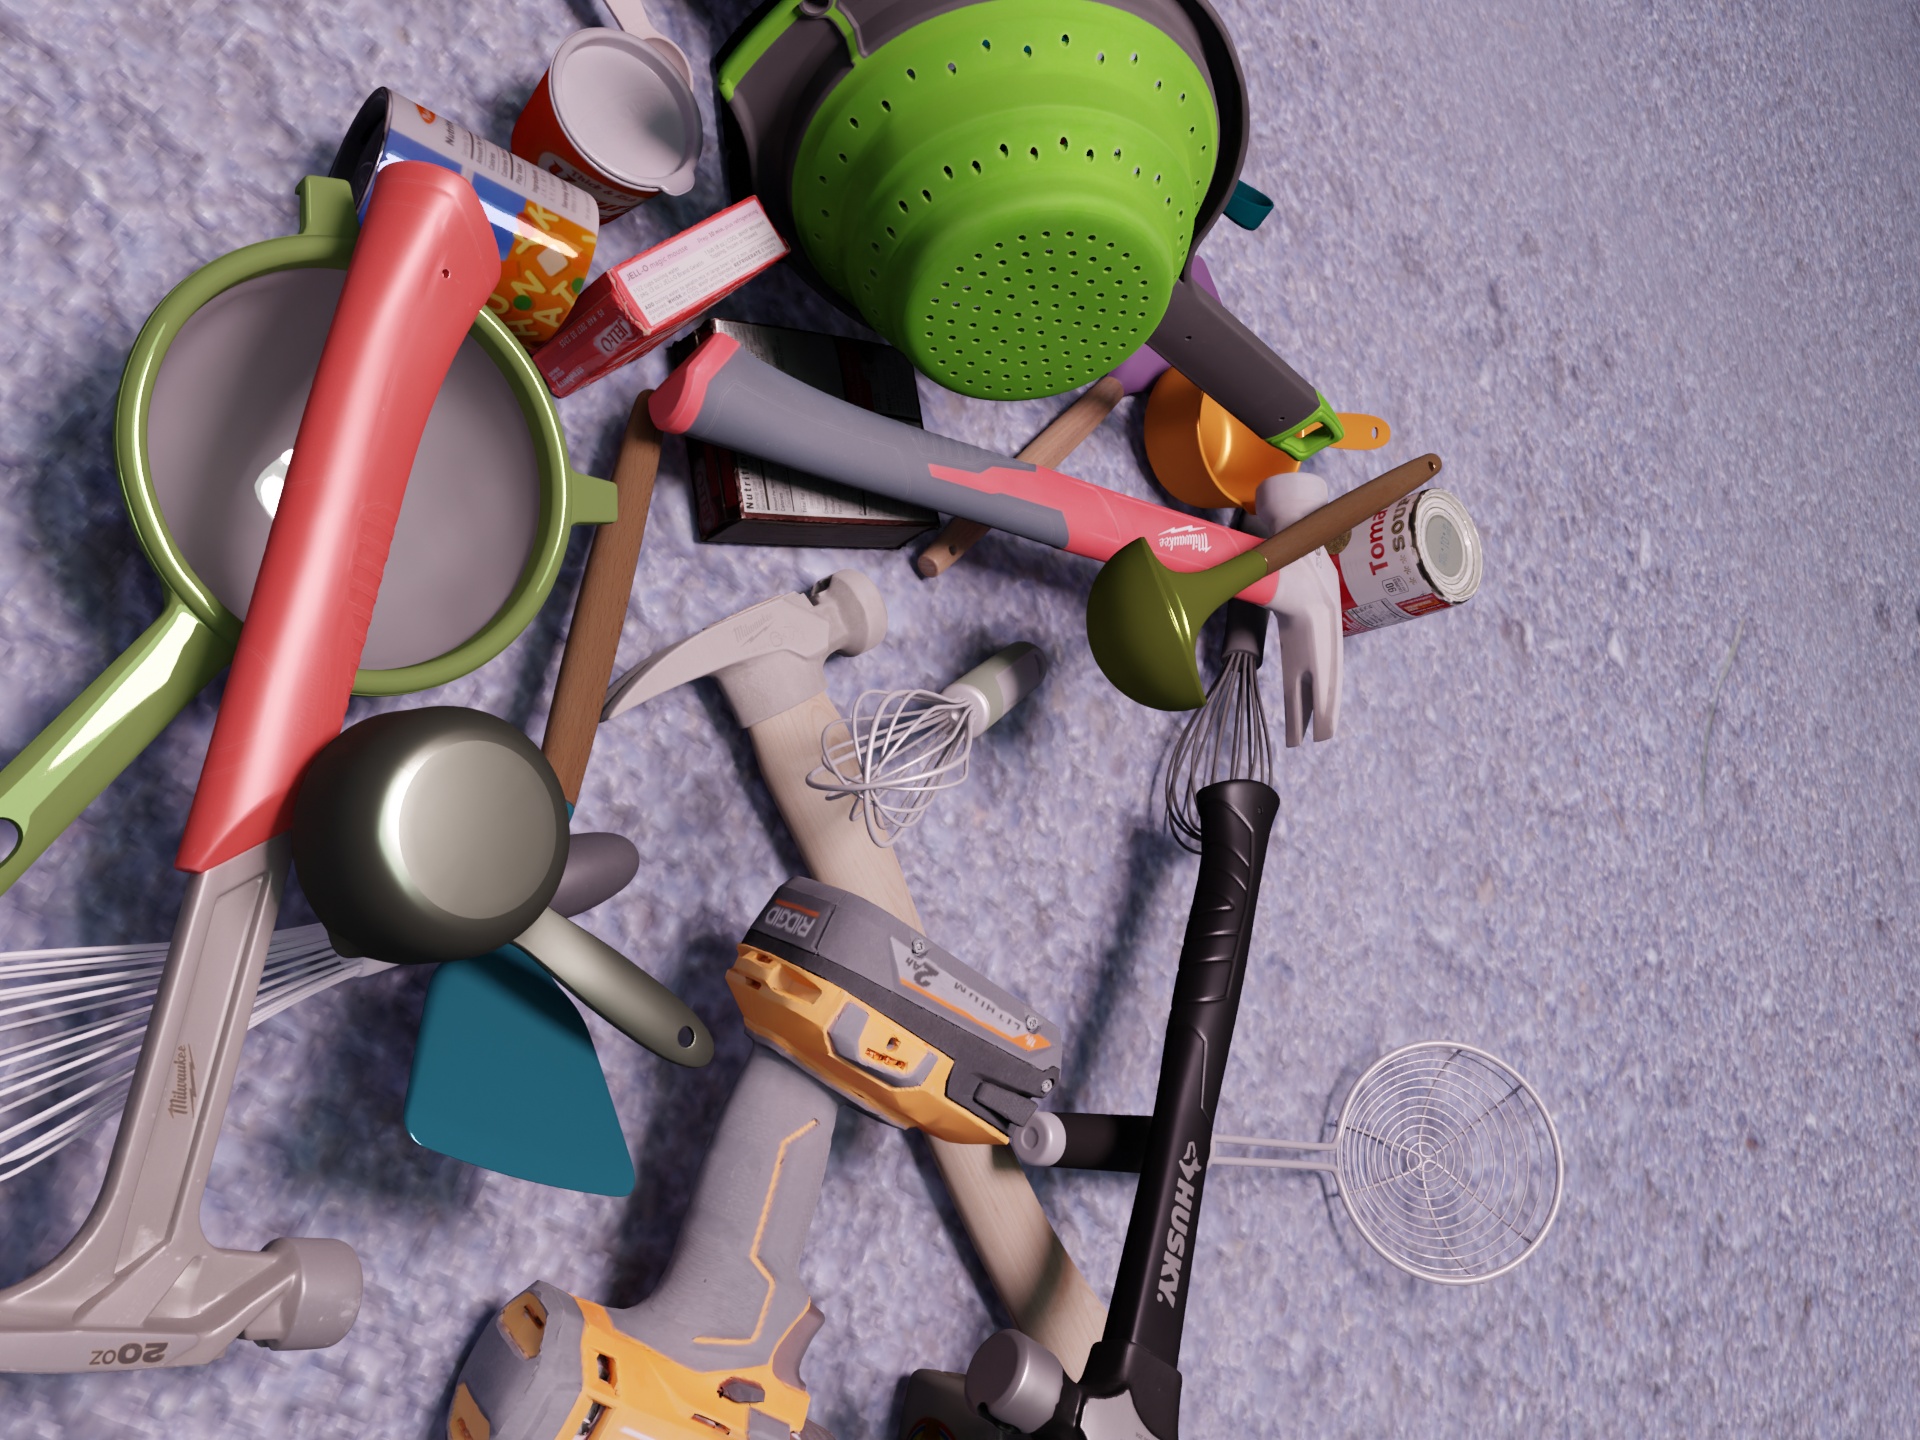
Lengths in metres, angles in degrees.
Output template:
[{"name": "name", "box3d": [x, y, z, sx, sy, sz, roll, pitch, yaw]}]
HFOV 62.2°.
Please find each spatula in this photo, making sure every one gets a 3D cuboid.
[{"name": "spatula", "box3d": [-0.132, 0.005, 0.566, 0.082, 0.044, 0.318, 30, 54, -37]}, {"name": "spatula", "box3d": [0.069, -0.162, 0.842, 0.316, 0.018, 0.059, -47, 119, -39]}]

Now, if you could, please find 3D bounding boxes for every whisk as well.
[{"name": "whisk", "box3d": [-0.218, 0.080, 0.508, 0.284, 0.070, 0.070, -16, 90, -47]}, {"name": "whisk", "box3d": [0.150, -0.033, 0.864, 0.055, 0.055, 0.239, 35, 53, -29]}, {"name": "whisk", "box3d": [-0.001, -0.002, 0.663, 0.246, 0.059, 0.058, -37, 120, -69]}]

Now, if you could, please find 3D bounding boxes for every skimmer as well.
[{"name": "skimmer", "box3d": [0.173, 0.208, 0.765, 0.363, 0.090, 0.127, 18, 68, -45]}]

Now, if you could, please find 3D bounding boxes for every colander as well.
[{"name": "colander", "box3d": [0.074, -0.173, 0.693, 0.396, 0.204, 0.095, 24, 47, -46]}]

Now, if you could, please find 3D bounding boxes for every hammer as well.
[{"name": "hammer", "box3d": [-0.205, -0.004, 0.461, 0.149, 0.037, 0.359, 26, 67, -49]}, {"name": "hammer", "box3d": [0.038, -0.083, 0.723, 0.386, 0.038, 0.143, 11, 72, -37]}, {"name": "hammer", "box3d": [-0.019, 0.146, 0.673, 0.146, 0.038, 0.410, -29, 98, -40]}, {"name": "hammer", "box3d": [0.102, 0.160, 0.682, 0.146, 0.035, 0.335, 39, 47, -23]}]

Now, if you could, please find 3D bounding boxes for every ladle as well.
[{"name": "ladle", "box3d": [0.166, -0.086, 0.767, 0.320, 0.062, 0.078, -29, 101, -42]}]

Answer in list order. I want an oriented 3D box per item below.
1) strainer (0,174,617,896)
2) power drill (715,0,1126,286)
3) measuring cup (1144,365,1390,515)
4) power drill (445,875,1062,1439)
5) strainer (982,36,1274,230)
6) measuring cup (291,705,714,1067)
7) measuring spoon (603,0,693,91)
[{"name": "strainer", "box3d": [-0.238, -0.042, 0.515, 0.151, 0.069, 0.256, 50, 57, -28]}, {"name": "power drill", "box3d": [-0.003, -0.288, 0.777, 0.226, 0.080, 0.188, 1, 78, -44]}, {"name": "measuring cup", "box3d": [0.174, -0.163, 0.900, 0.173, 0.052, 0.095, -6, 97, -40]}, {"name": "power drill", "box3d": [-0.050, 0.195, 0.582, 0.185, 0.084, 0.226, 38, 74, -27]}, {"name": "strainer", "box3d": [0.029, -0.363, 0.714, 0.340, 0.095, 0.211, 41, 36, 3]}, {"name": "measuring cup", "box3d": [-0.123, 0.061, 0.487, 0.167, 0.038, 0.083, 46, 52, -31]}, {"name": "measuring spoon", "box3d": [-0.154, -0.317, 0.677, 0.034, 0.018, 0.124, -43, 119, -32]}]
